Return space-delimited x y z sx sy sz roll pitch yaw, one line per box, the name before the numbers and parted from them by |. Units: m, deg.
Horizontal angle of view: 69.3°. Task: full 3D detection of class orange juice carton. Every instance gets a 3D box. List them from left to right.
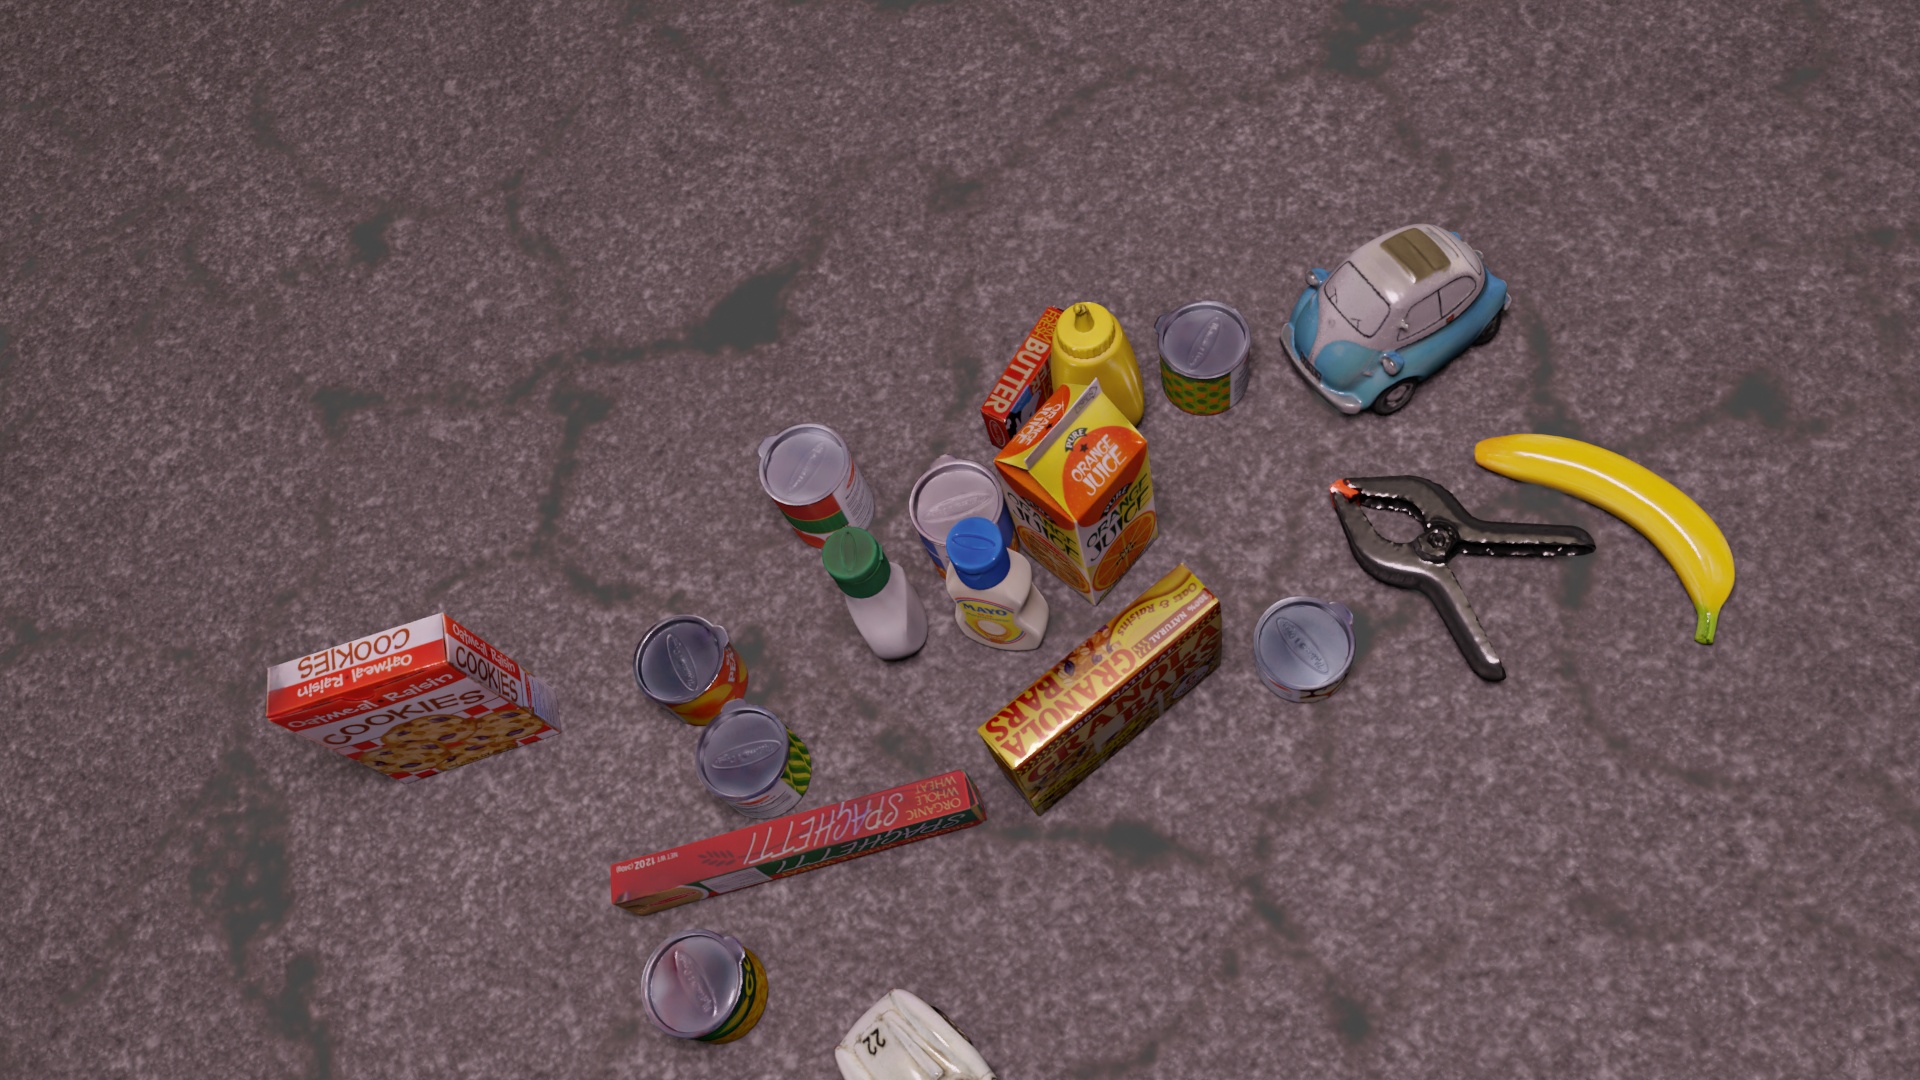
orange juice carton | 0.077 -0.035 0.922 0.073 0.192 0.072 38 78 23

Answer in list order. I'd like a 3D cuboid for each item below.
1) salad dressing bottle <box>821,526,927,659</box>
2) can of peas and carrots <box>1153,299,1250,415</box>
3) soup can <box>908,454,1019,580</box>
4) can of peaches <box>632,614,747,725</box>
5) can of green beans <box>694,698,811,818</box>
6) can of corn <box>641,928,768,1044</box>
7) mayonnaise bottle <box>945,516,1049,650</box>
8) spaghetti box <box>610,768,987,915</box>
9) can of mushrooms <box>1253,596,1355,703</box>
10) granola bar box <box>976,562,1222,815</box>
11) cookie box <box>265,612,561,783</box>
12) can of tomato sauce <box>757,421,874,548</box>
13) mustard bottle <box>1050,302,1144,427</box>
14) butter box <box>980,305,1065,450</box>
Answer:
salad dressing bottle | -0.057 0.036 0.940 0.044 0.147 0.064 -9 65 7
can of peas and carrots | 0.177 -0.134 1.023 0.071 0.058 0.071 -4 65 9
soup can | 0.004 -0.012 0.986 0.071 0.083 0.071 -4 65 9
can of peaches | -0.189 0.092 0.989 0.071 0.058 0.071 -4 65 9
can of green beans | -0.141 0.152 0.953 0.071 0.057 0.071 -4 65 9
can of corn | -0.161 0.287 0.895 0.071 0.058 0.071 -4 65 9
mayonnaise bottle | 0.020 0.030 0.928 0.065 0.147 0.041 10 68 15
spaghetti box | -0.107 0.203 0.927 0.250 0.050 0.029 -16 64 3
can of mushrooms | 0.232 0.072 0.932 0.071 0.033 0.071 -4 65 9
granola bar box | 0.095 0.100 0.895 0.166 0.123 0.039 -38 65 -7
cookie box | -0.369 0.113 0.953 0.123 0.167 0.040 -18 64 2
can of tomato sauce | -0.106 -0.039 1.019 0.071 0.082 0.071 -4 65 9
mustard bottle | 0.094 -0.126 0.978 0.065 0.159 0.049 -11 65 6
butter box | 0.053 -0.121 1.043 0.024 0.053 0.104 27 73 20
